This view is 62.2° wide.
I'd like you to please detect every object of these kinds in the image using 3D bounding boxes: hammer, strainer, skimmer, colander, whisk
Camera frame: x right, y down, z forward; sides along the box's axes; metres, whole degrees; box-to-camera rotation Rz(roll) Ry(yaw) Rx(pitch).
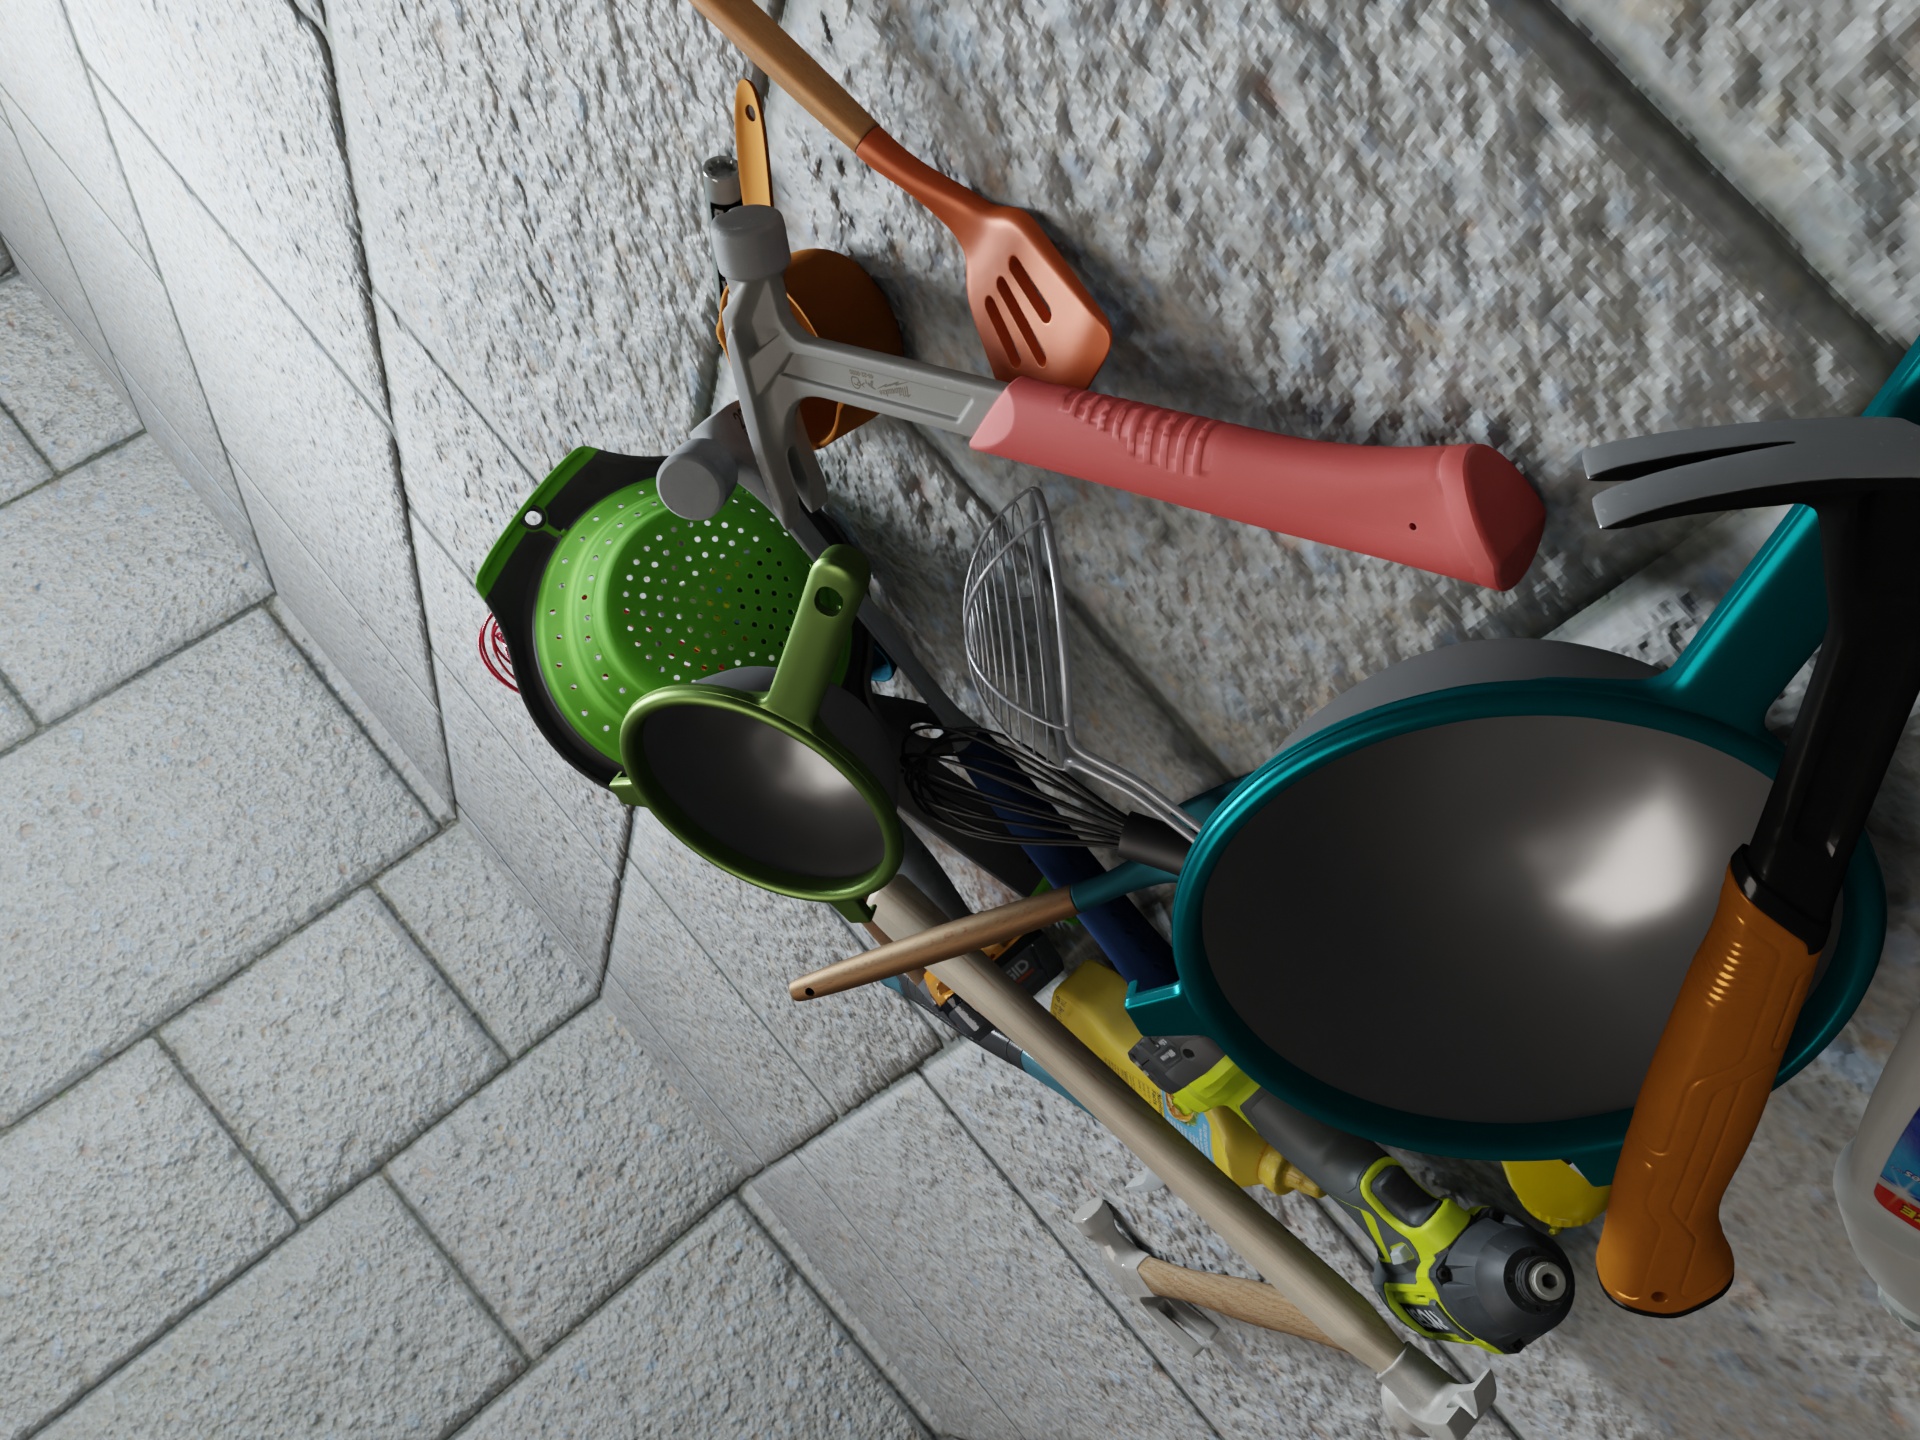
[{"bbox_3d":[0.043,0.242,1.172,0.331,0.033,0.128,23,142,48],"label":"hammer"},{"bbox_3d":[0.198,0.001,0.490,0.211,0.095,0.340,19,129,-4],"label":"strainer"},{"bbox_3d":[0.131,0.037,0.666,0.363,0.090,0.127,39,159,23],"label":"skimmer"},{"bbox_3d":[-0.072,-0.011,0.743,0.151,0.069,0.256,27,142,0],"label":"strainer"},{"bbox_3d":[0.044,-0.103,0.614,0.359,0.037,0.149,22,138,35],"label":"hammer"},{"bbox_3d":[0.220,0.068,0.455,0.127,0.034,0.336,2,129,9],"label":"hammer"},{"bbox_3d":[-0.001,-0.003,0.846,0.035,0.144,0.405,-30,110,26],"label":"hammer"},{"bbox_3d":[0.101,0.219,0.844,0.411,0.038,0.146,40,166,21],"label":"hammer"},{"bbox_3d":[0.194,0.416,1.144,0.130,0.031,0.331,54,156,-4],"label":"hammer"},{"bbox_3d":[-0.075,-0.008,0.873,0.397,0.204,0.094,35,166,-8],"label":"colander"},{"bbox_3d":[0.080,0.051,0.746,0.239,0.055,0.055,17,145,15],"label":"whisk"},{"bbox_3d":[-0.142,-0.021,0.950,0.296,0.073,0.073,12,150,0],"label":"whisk"}]

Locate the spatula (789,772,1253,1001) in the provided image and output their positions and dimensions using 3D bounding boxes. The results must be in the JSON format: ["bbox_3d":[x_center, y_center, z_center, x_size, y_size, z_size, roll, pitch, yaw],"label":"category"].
[{"bbox_3d":[0.035,0.104,0.826,0.317,0.044,0.082,-22,105,25],"label":"spatula"}]

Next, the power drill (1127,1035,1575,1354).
[{"bbox_3d":[0.195,0.214,0.790,0.223,0.080,0.171,44,165,12],"label":"power drill"}]

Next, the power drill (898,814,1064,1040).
[{"bbox_3d":[-0.035,0.099,1.043,0.226,0.084,0.185,50,173,8],"label":"power drill"}]

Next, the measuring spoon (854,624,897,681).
[{"bbox_3d":[-0.061,-0.028,0.995,0.042,0.021,0.128,37,155,4],"label":"measuring spoon"}]

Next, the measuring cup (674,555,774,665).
[{"bbox_3d":[-0.111,-0.052,1.051,0.167,0.038,0.083,30,149,7],"label":"measuring cup"}]

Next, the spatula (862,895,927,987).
[{"bbox_3d":[-0.087,0.105,1.098,0.315,0.018,0.060,55,-171,-33],"label":"spatula"}]

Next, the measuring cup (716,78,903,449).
[{"bbox_3d":[-0.070,-0.211,0.728,0.095,0.052,0.173,32,142,35],"label":"measuring cup"}]

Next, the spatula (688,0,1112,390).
[{"bbox_3d":[-0.060,-0.246,0.639,0.322,0.041,0.081,43,148,0],"label":"spatula"}]
